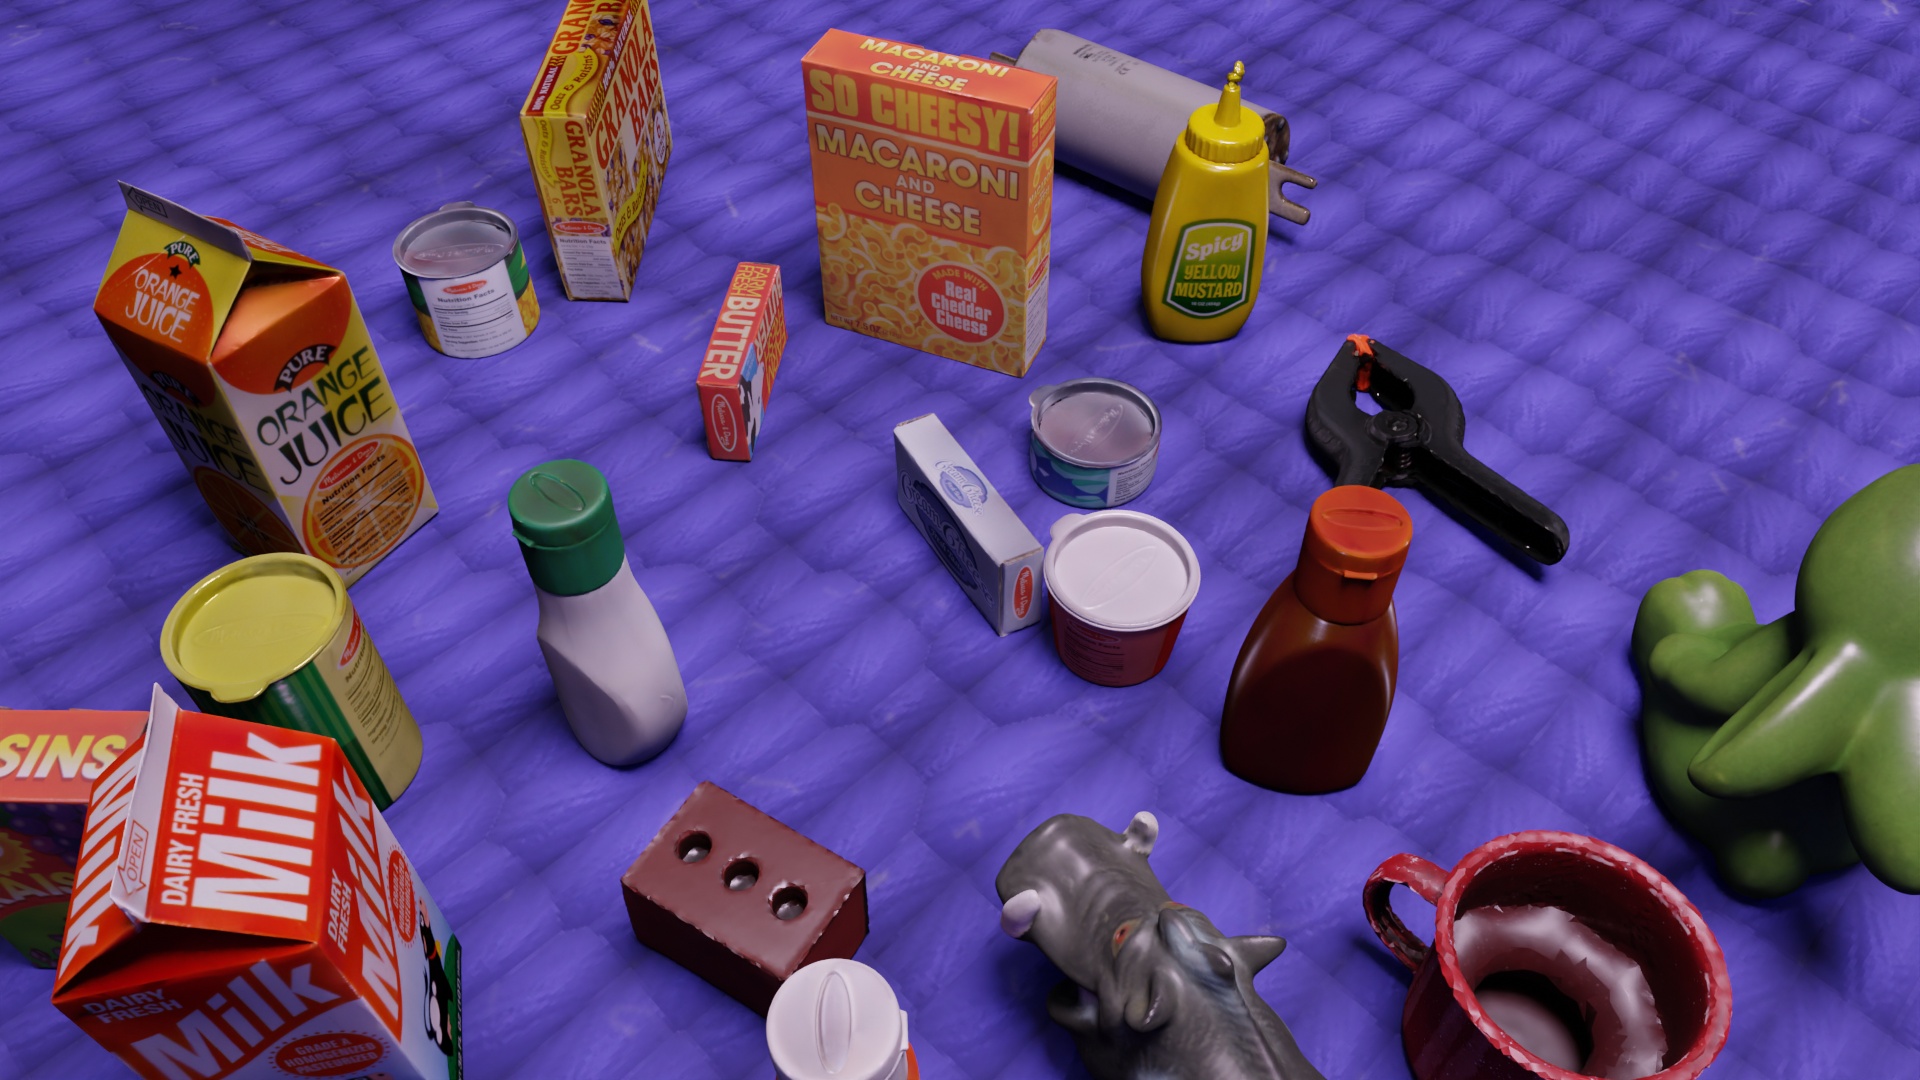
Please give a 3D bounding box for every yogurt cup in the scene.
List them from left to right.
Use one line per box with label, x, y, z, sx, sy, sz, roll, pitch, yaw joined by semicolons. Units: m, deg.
yogurt cup;0.070;0.028;0.622;0.072;0.053;0.073;0;48;0

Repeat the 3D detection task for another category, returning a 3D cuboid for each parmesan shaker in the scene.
parmesan shaker;-0.264;0.065;0.556;0.071;0.102;0.072;0;48;0

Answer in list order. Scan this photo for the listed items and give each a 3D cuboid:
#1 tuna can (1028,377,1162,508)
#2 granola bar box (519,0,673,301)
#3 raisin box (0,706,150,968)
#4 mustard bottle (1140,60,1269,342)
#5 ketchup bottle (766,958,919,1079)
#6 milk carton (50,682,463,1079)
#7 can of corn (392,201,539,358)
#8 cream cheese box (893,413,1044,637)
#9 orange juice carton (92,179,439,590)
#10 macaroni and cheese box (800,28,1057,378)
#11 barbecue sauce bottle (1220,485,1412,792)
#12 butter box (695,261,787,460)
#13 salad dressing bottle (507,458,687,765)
tuna can;0.066;-0.051;0.708;0.071;0.032;0.071;0;48;0
granola bar box;-0.211;-0.241;0.820;0.039;0.123;0.166;1;48;1
raisin box;-0.313;0.110;0.501;0.086;0.122;0.040;1;48;1
mustard bottle;0.133;-0.179;0.739;0.065;0.159;0.049;-2;48;-2
ketchup bottle;-0.032;0.176;0.423;0.043;0.148;0.065;-3;48;-2
milk carton;-0.219;0.127;0.440;0.073;0.189;0.072;-10;49;-9
can of corn;-0.275;-0.146;0.778;0.071;0.058;0.071;0;48;0
cream cheese box;0.002;-0.008;0.656;0.024;0.053;0.104;-23;52;-19
orange juice carton;-0.308;-0.069;0.618;0.072;0.191;0.073;24;52;20
macaroni and cheese box;-0.015;-0.174;0.731;0.124;0.165;0.040;17;50;15
barbecue sauce bottle;0.142;0.042;0.545;0.065;0.147;0.044;6;48;6
butter box;-0.114;-0.096;0.736;0.024;0.052;0.104;4;48;4
salad dressing bottle;-0.145;0.032;0.556;0.064;0.146;0.044;31;55;25
